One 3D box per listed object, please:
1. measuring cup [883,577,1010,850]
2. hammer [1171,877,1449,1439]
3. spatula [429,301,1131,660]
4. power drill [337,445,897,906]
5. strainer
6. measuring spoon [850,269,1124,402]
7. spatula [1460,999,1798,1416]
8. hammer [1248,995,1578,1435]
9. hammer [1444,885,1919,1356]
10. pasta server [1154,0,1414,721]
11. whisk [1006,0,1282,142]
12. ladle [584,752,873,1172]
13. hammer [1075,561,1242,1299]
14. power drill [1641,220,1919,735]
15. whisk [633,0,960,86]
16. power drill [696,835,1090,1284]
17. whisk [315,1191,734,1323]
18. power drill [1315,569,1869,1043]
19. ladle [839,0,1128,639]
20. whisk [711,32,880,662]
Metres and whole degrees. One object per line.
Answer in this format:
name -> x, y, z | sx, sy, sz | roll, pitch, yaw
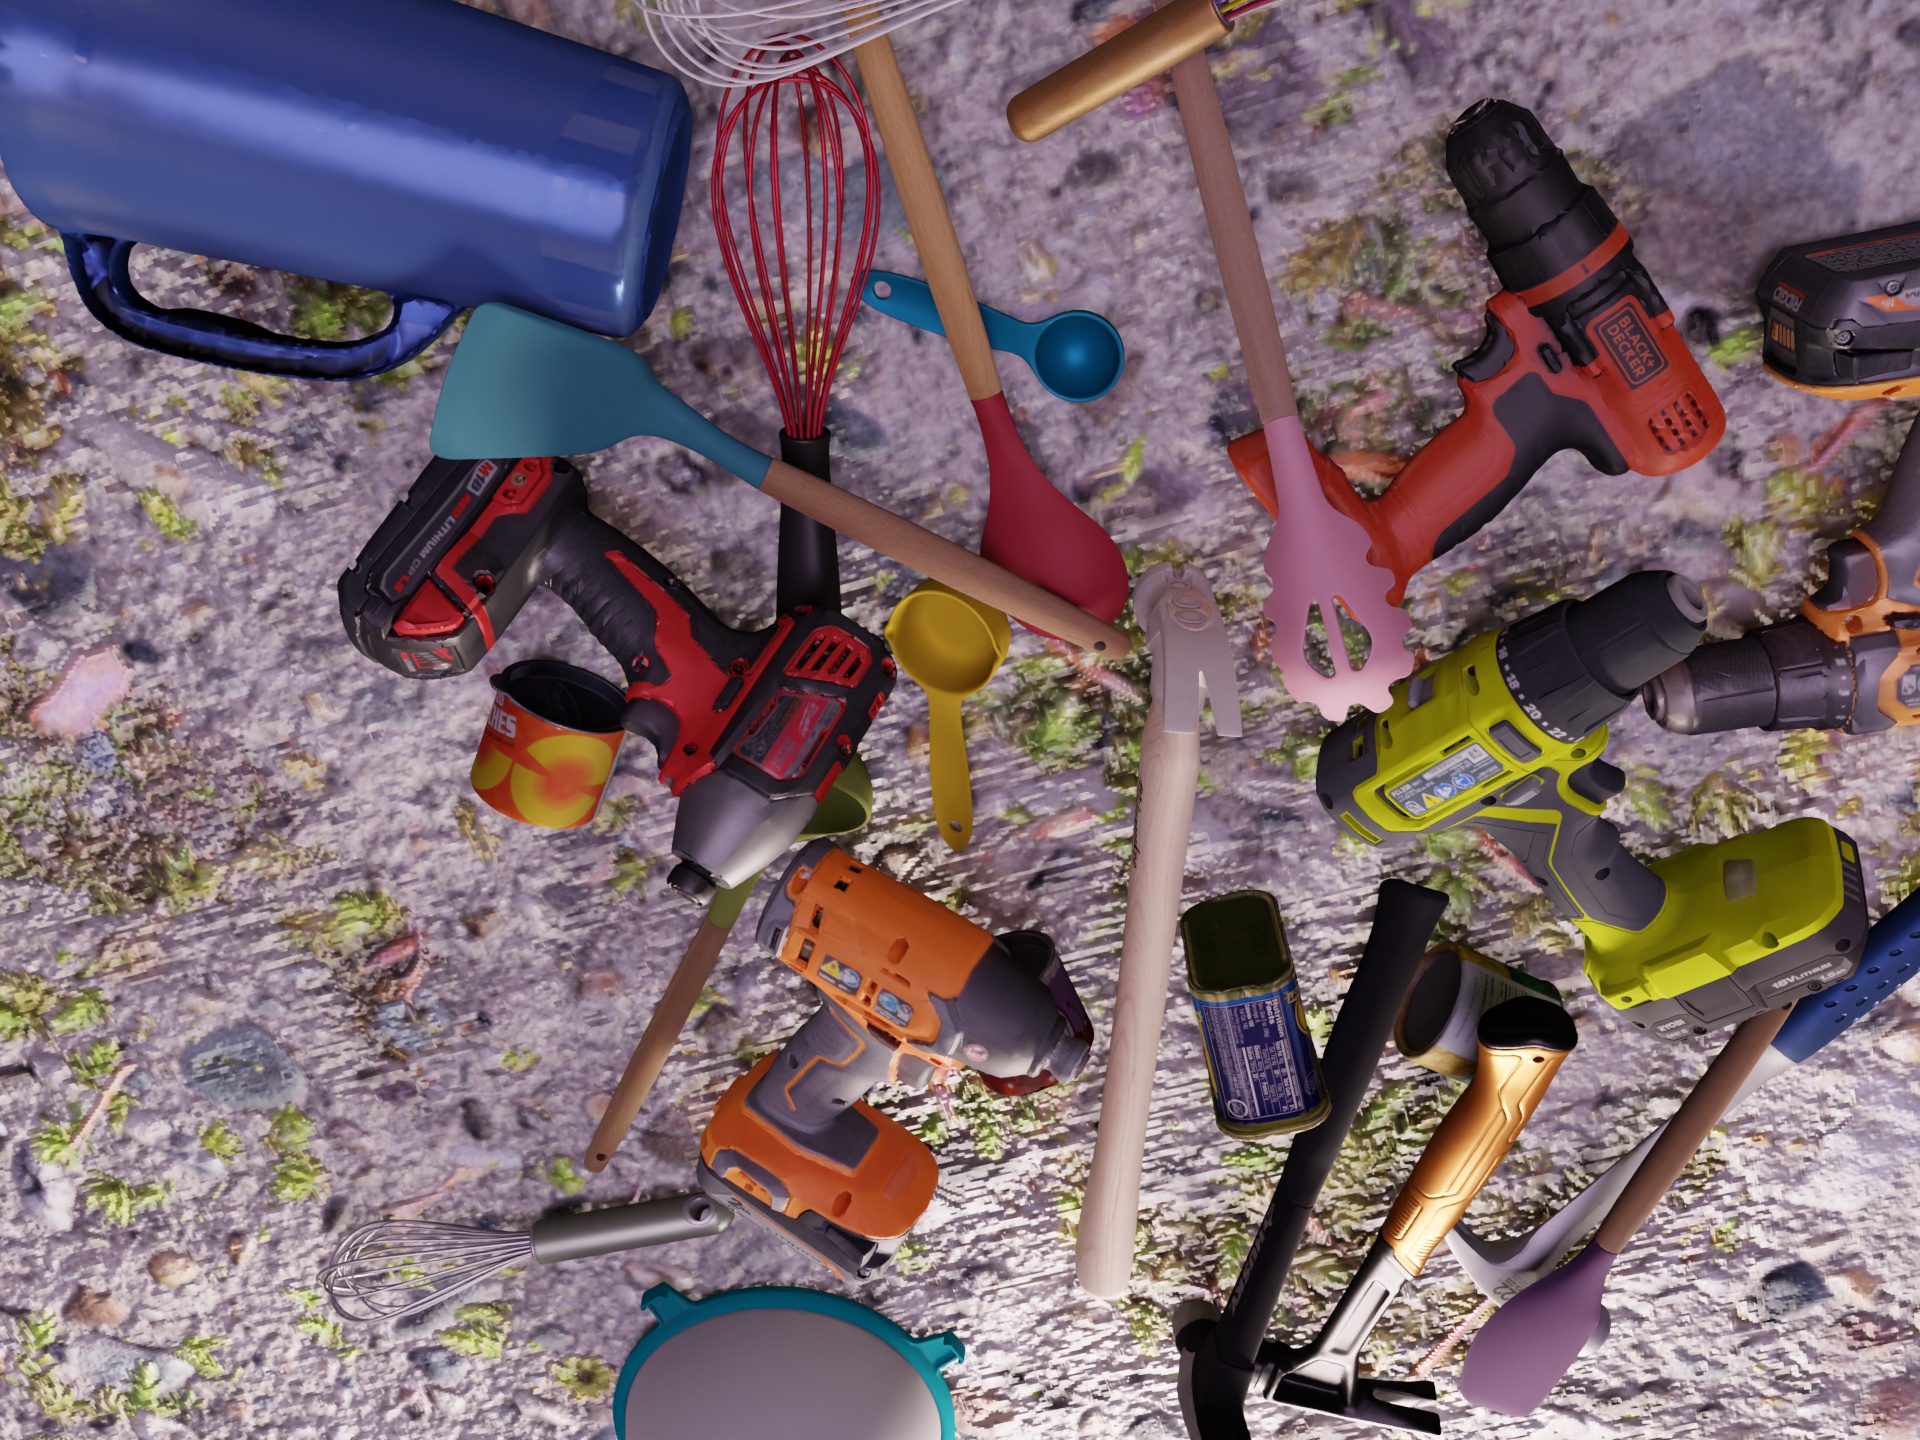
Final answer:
measuring cup -> -0.001, -0.003, 0.785 | 0.062, 0.029, 0.156 | 13, 129, 21
hammer -> 0.183, 0.236, 0.834 | 0.035, 0.146, 0.334 | 17, 104, -3
spatula -> -0.064, -0.088, 0.690 | 0.317, 0.044, 0.082 | 24, 130, -15
power drill -> -0.152, -0.023, 0.706 | 0.219, 0.078, 0.143 | 31, 72, -1
strainer -> -0.122, 0.505, 0.965 | 0.211, 0.095, 0.340 | 11, 112, -3
measuring spoon -> 0.013, -0.180, 0.715 | 0.128, 0.021, 0.042 | 20, 125, 3
spatula -> 0.356, 0.260, 0.849 | 0.059, 0.018, 0.315 | 20, 113, -7
hammer -> 0.249, 0.270, 0.843 | 0.127, 0.034, 0.336 | 14, 127, 0
hammer -> 0.421, 0.178, 0.841 | 0.144, 0.035, 0.405 | 36, 109, -13
pasta server -> 0.128, -0.152, 0.670 | 0.060, 0.040, 0.316 | -15, 91, 17
whisk -> 0.121, -0.287, 0.614 | 0.245, 0.047, 0.051 | -18, 157, 35
ladle -> -0.136, 0.131, 0.829 | 0.078, 0.062, 0.320 | 22, 115, -16
hammer -> 0.090, 0.137, 0.789 | 0.038, 0.146, 0.410 | 3, 118, 0
power drill -> 0.399, -0.095, 0.706 | 0.185, 0.084, 0.226 | -10, 117, 8
whisk -> 0.015, -0.297, 0.614 | 0.284, 0.070, 0.070 | -14, 113, -13
power drill -> -0.038, 0.179, 0.787 | 0.164, 0.084, 0.226 | 29, 128, 10
whisk -> -0.250, 0.302, 0.914 | 0.246, 0.058, 0.059 | -11, 147, 3
power drill -> 0.308, 0.040, 0.737 | 0.228, 0.080, 0.190 | 38, 134, -15
ladle -> 0.005, -0.168, 0.697 | 0.069, 0.031, 0.315 | -10, 116, 23
whisk -> -0.070, -0.147, 0.709 | 0.073, 0.073, 0.295 | 2, 120, 1
